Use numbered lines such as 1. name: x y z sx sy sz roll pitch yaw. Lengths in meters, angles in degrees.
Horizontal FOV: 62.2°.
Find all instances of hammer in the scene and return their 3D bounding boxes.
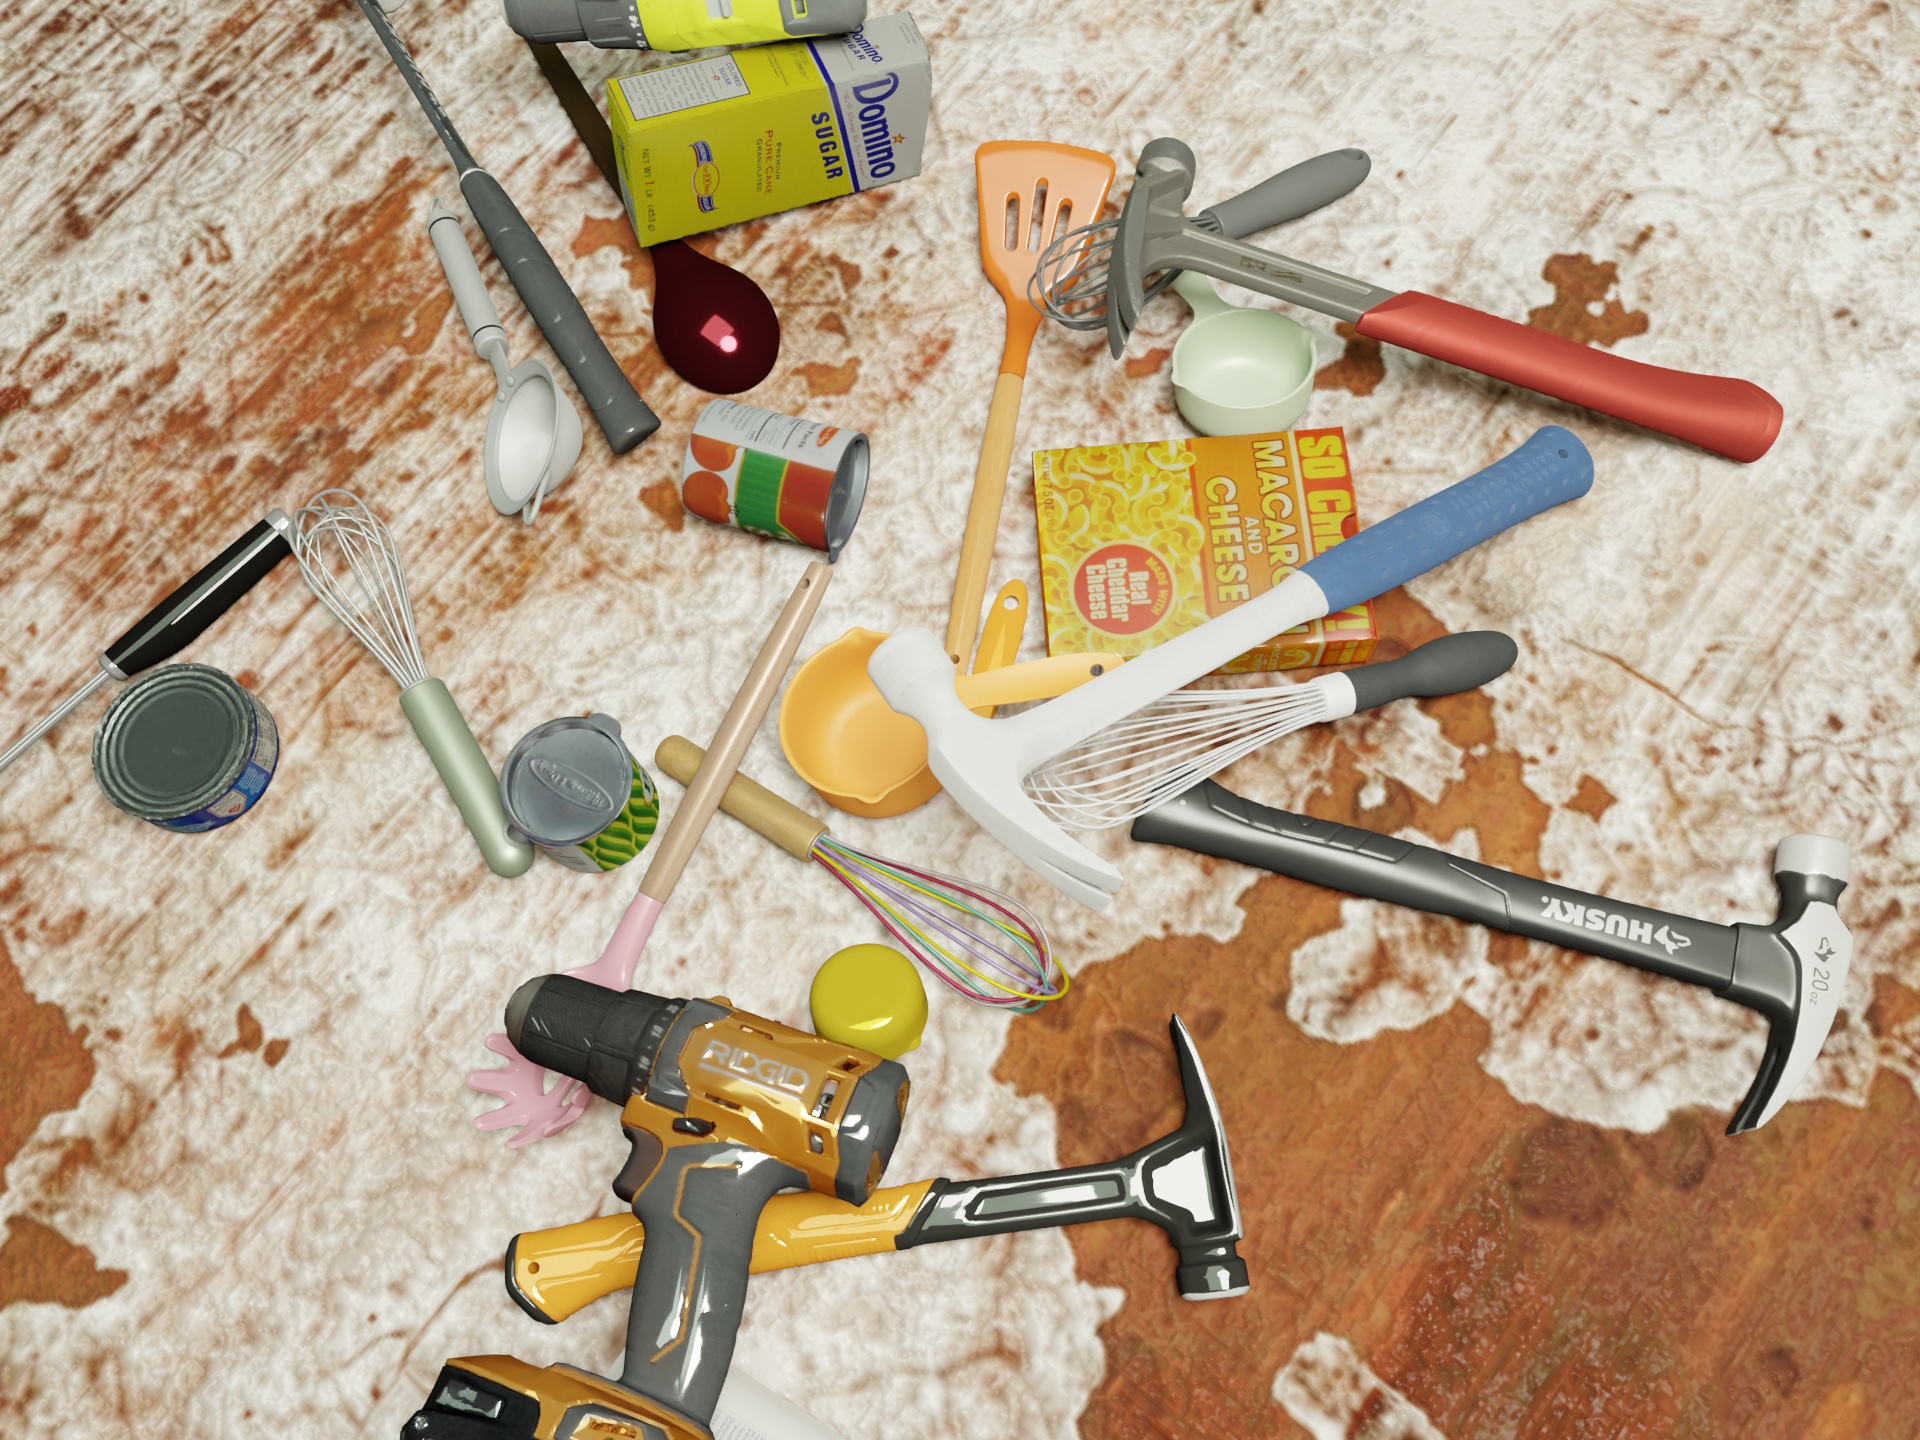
1. hammer: -0.043 0.223 0.737 0.337 0.034 0.127 -9 71 1
2. hammer: 0.250 -0.193 0.813 0.359 0.036 0.149 16 54 -6
3. hammer: -0.283 -0.320 0.908 0.036 0.149 0.409 -34 78 8
4. hammer: 0.161 -0.051 0.752 0.405 0.035 0.144 -26 70 -26
5. hammer: 0.247 0.088 0.766 0.335 0.035 0.146 15 71 9

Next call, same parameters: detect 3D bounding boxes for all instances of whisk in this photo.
1. whisk: 0.137 -0.273 0.880 0.239 0.055 0.055 -28 71 -22
2. whisk: -0.052 0.073 0.792 0.245 0.051 0.047 30 54 17
3. whisk: -0.288 -0.021 0.837 0.059 0.057 0.246 -39 74 22
4. whisk: 0.153 -0.003 0.774 0.284 0.070 0.070 -14 70 -16

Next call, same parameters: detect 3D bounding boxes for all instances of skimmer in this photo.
1. skimmer: -0.508 -0.006 0.819 0.363 0.090 0.127 -45 39 -14

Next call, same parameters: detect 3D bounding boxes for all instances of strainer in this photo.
1. strainer: -0.261 -0.209 0.902 0.087 0.050 0.259 -45 60 34

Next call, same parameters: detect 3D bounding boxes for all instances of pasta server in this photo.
1. pasta server: -0.142 0.060 0.777 0.060 0.040 0.316 24 83 26

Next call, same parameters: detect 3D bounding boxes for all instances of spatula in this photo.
1. spatula: 0.022 -0.170 0.869 0.081 0.041 0.323 9 72 6

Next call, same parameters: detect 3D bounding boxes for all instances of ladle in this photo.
1. ladle: -0.198 -0.320 0.946 0.069 0.031 0.316 -28 69 -9

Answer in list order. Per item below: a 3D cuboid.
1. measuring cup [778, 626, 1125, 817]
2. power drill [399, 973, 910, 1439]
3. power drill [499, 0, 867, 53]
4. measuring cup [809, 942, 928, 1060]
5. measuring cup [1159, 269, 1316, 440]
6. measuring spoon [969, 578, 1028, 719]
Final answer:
1. measuring cup: -0.001 -0.003 0.796 0.173 0.052 0.095 -11 66 6
2. power drill: -0.143 0.217 0.663 0.185 0.084 0.226 17 58 12
3. power drill: -0.146 -0.437 0.899 0.190 0.080 0.229 -4 39 4
4. measuring cup: -0.076 0.164 0.740 0.062 0.029 0.156 31 59 26
5. measuring cup: 0.138 -0.217 0.887 0.083 0.038 0.168 -20 54 -6
6. measuring spoon: 0.015 -0.023 0.832 0.021 0.011 0.117 14 72 8
